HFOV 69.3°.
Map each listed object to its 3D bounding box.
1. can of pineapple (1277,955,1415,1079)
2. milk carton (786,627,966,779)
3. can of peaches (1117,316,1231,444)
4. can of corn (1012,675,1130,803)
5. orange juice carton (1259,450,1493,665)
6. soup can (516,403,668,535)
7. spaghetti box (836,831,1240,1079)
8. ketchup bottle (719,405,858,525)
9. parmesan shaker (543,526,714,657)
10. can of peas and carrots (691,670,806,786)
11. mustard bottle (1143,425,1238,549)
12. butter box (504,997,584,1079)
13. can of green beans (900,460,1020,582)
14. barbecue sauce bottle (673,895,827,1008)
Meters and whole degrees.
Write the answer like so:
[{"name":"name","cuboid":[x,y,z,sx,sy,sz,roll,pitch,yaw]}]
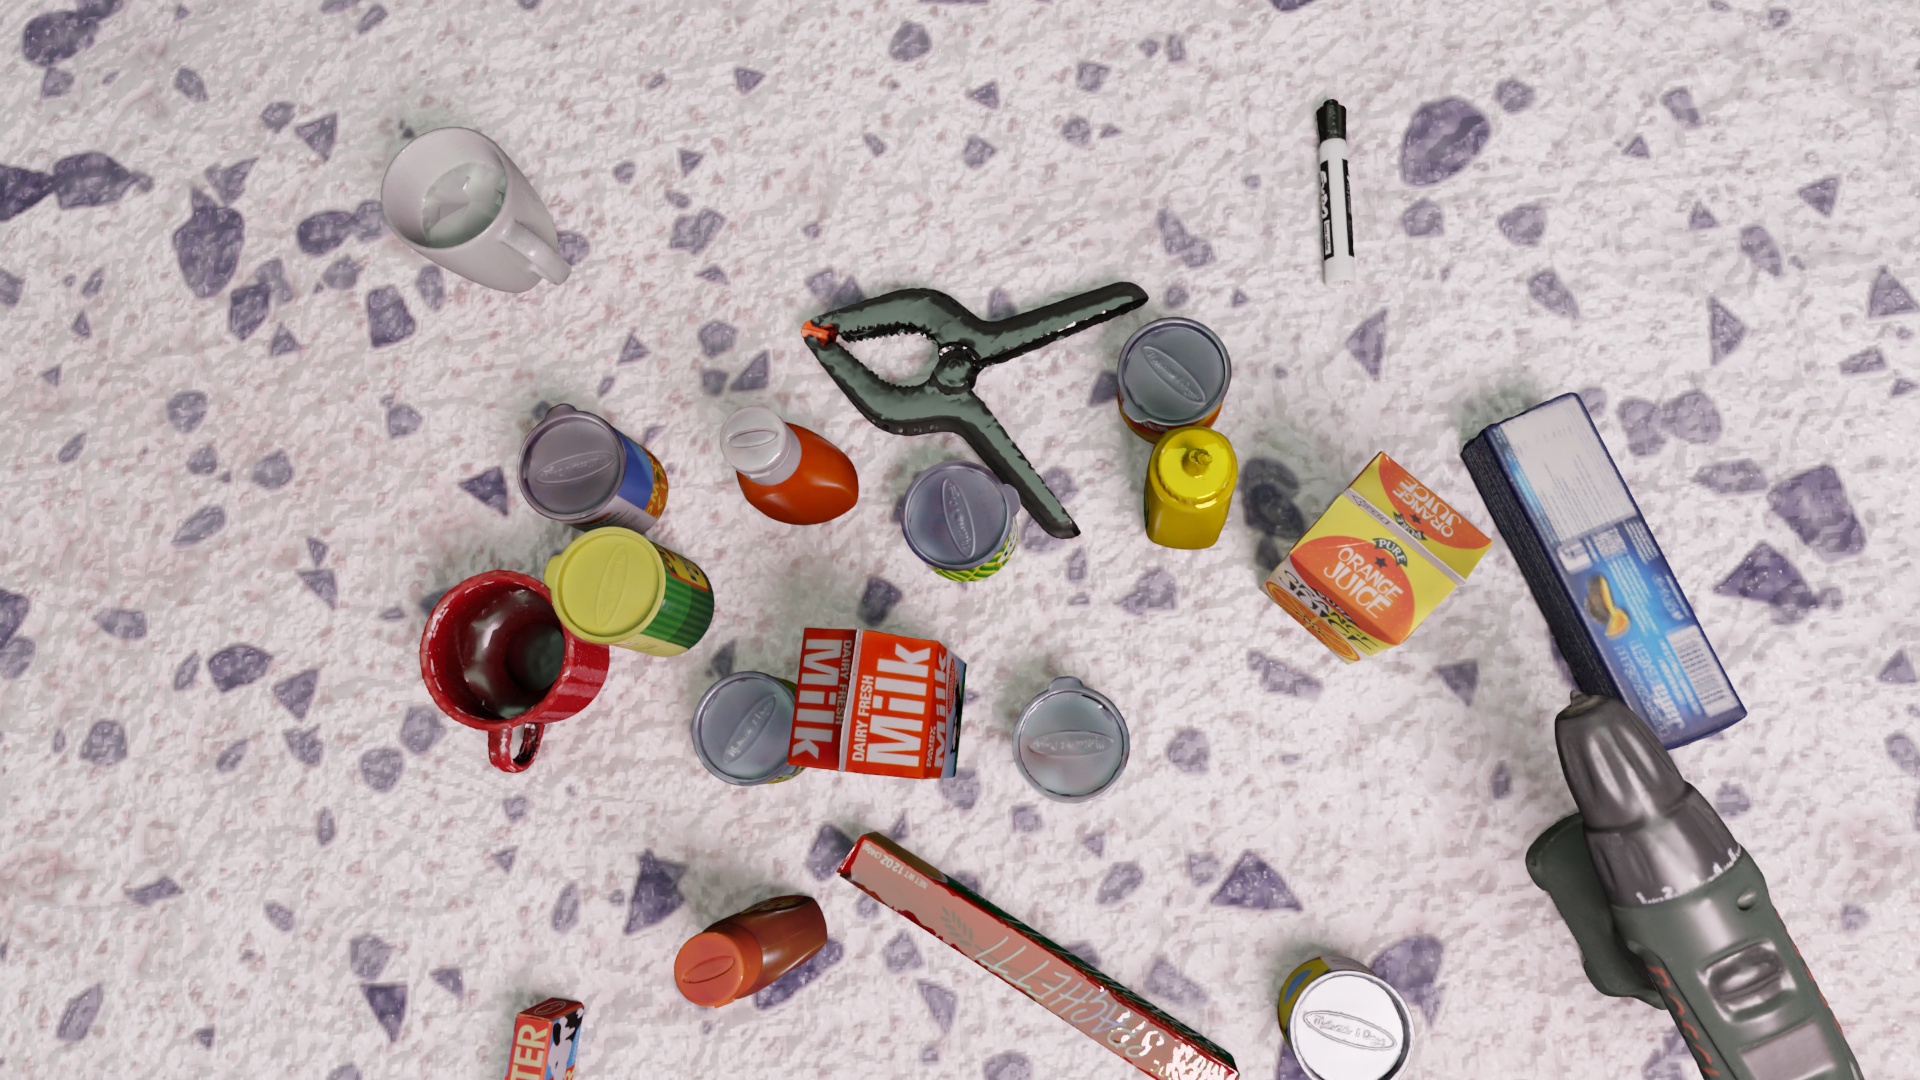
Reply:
[{"name":"can of pineapple","cuboid":[0.210,0.268,0.767,0.071,0.058,0.071,-1,81,6]},{"name":"milk carton","cuboid":[-0.044,0.091,0.756,0.073,0.190,0.072,5,82,7]},{"name":"can of peaches","cuboid":[0.125,-0.093,0.836,0.071,0.058,0.071,-1,81,6]},{"name":"can of corn","cuboid":[0.065,0.116,0.807,0.071,0.058,0.071,-1,81,6]},{"name":"orange juice carton","cuboid":[0.219,0.012,0.740,0.072,0.192,0.073,42,87,11]},{"name":"soup can","cuboid":[-0.223,-0.040,0.851,0.071,0.083,0.071,-1,81,6]},{"name":"spaghetti box","cuboid":[0.044,0.243,0.792,0.250,0.050,0.029,30,85,10]},{"name":"ketchup bottle","cuboid":[-0.102,-0.042,0.805,0.065,0.148,0.043,-9,80,5]},{"name":"parmesan shaker","cuboid":[-0.194,0.032,0.826,0.071,0.103,0.071,-1,81,6]},{"name":"can of peas and carrots","cuboid":[-0.118,0.114,0.826,0.071,0.058,0.071,-1,81,6]},{"name":"mustard bottle","cuboid":[0.128,-0.034,0.774,0.049,0.160,0.065,5,82,7]},{"name":"butter box","cuboid":[-0.247,0.324,0.807,0.024,0.053,0.103,7,81,7]},{"name":"can of green beans","cuboid":[0.001,-0.010,0.836,0.071,0.057,0.071,-1,81,6]},{"name":"barbecue sauce bottle","cuboid":[-0.117,0.225,0.762,0.065,0.148,0.044,-20,80,3]}]
